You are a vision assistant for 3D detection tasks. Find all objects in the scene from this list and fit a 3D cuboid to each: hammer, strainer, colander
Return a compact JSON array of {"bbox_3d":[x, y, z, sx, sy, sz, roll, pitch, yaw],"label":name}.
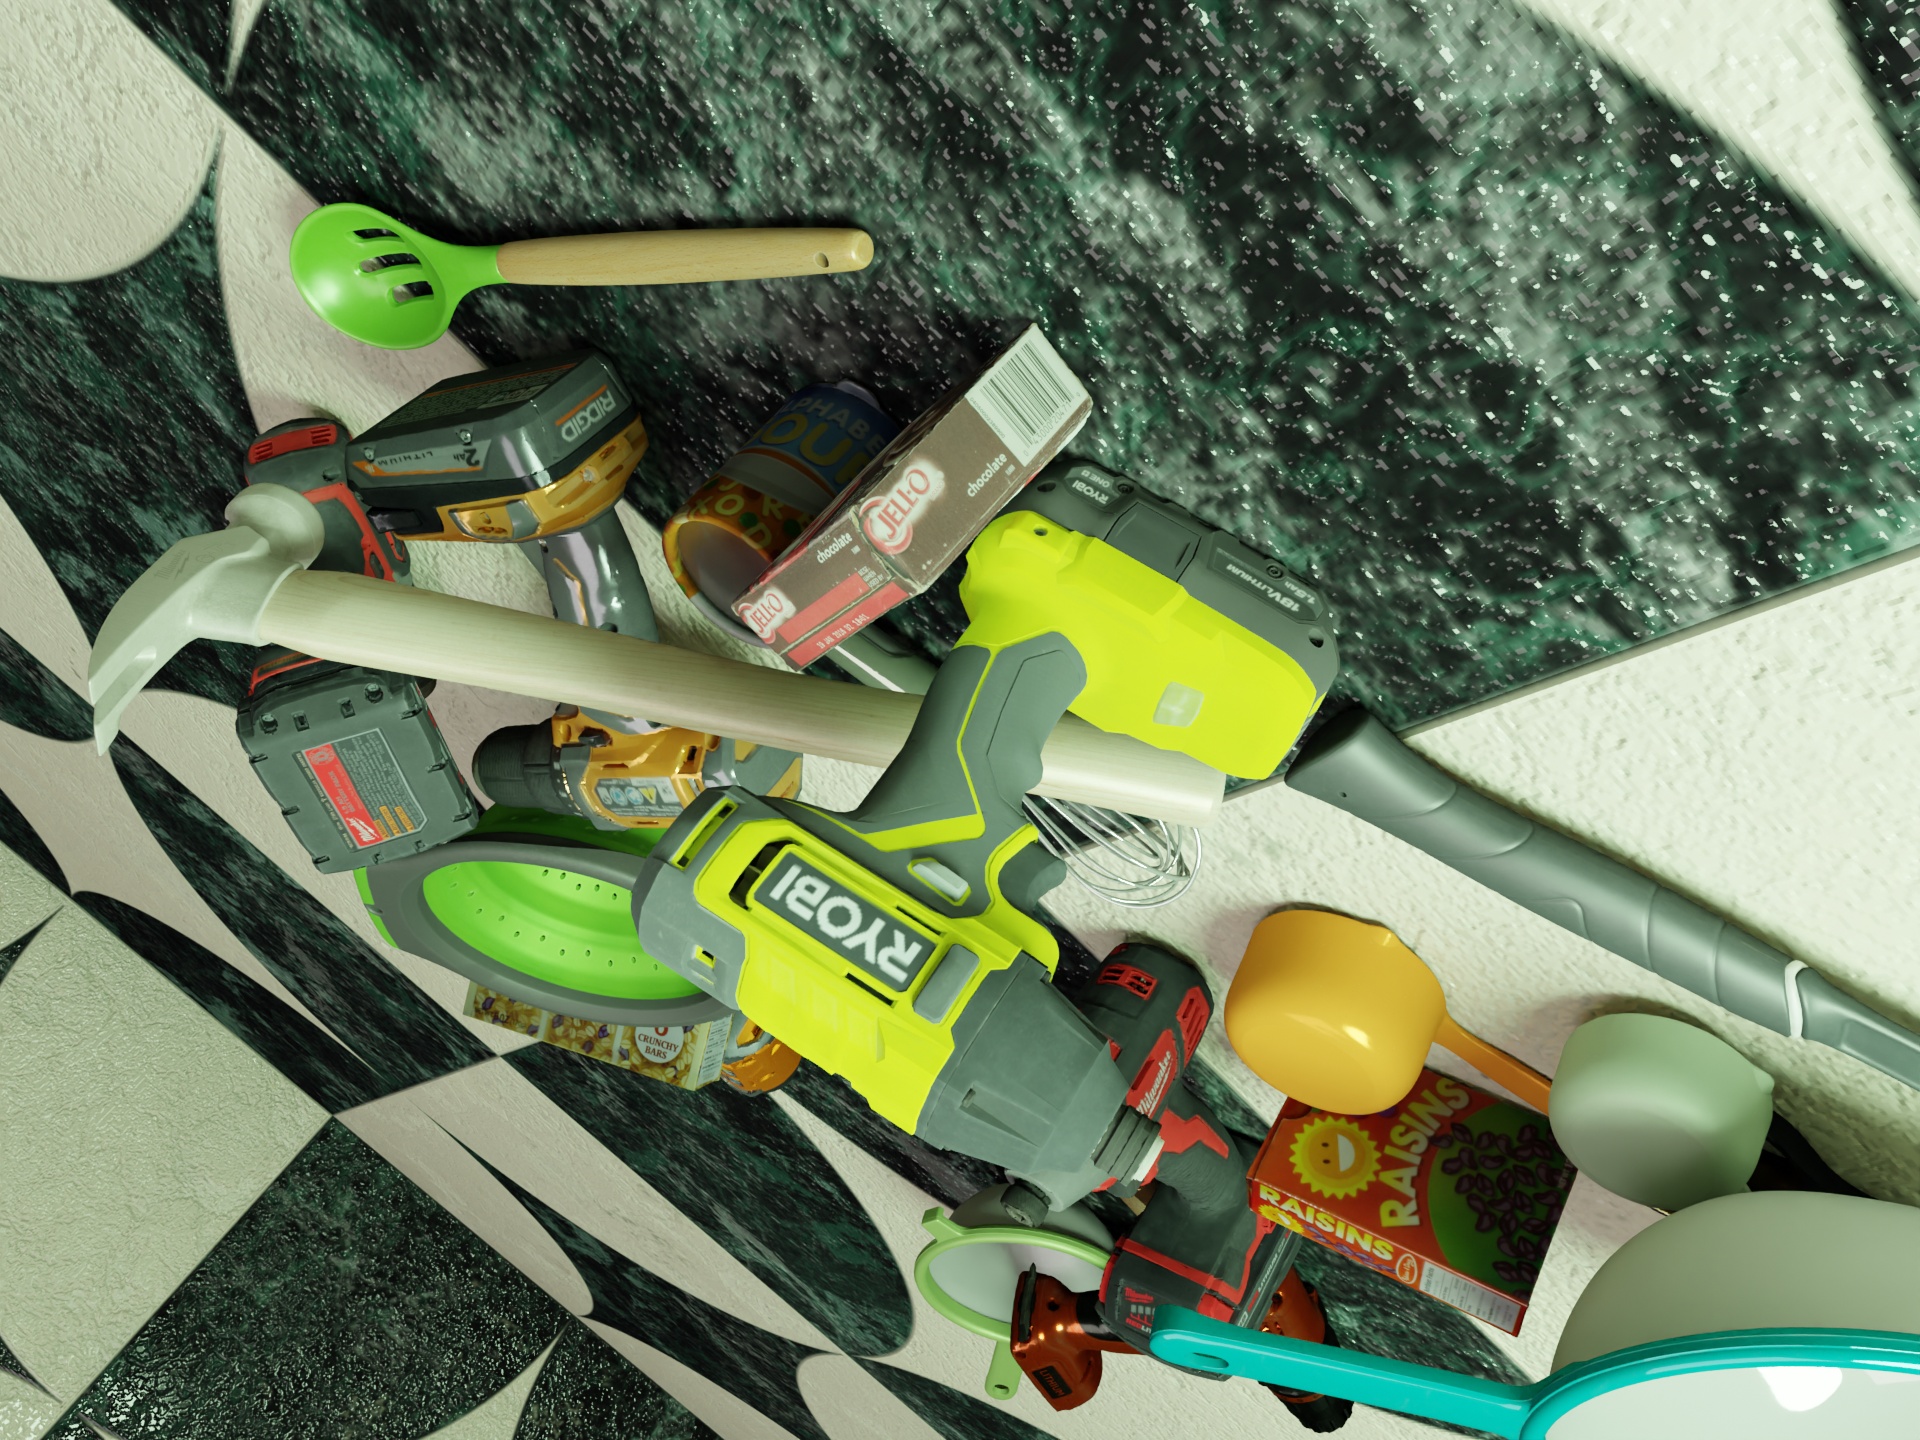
[{"bbox_3d":[0.298,0.105,0.534,0.409,0.036,0.149,29,148,15],"label":"hammer"},{"bbox_3d":[0.044,0.385,1.085,0.151,0.069,0.256,11,136,3],"label":"strainer"},{"bbox_3d":[-0.124,0.103,0.887,0.397,0.095,0.204,11,146,0],"label":"colander"},{"bbox_3d":[-0.102,-0.006,0.602,0.410,0.146,0.038,11,125,-2],"label":"hammer"},{"bbox_3d":[0.243,0.219,0.569,0.340,0.095,0.210,6,137,14],"label":"strainer"}]

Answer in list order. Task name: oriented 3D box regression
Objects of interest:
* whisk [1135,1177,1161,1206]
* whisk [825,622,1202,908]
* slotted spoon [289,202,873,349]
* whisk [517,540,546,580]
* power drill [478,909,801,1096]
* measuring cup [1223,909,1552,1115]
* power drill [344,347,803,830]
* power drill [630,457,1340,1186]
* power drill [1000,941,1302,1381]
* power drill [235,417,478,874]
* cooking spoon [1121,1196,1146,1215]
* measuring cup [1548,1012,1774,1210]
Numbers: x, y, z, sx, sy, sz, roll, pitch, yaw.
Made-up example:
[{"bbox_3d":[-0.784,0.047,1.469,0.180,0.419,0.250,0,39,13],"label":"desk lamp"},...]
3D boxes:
[{"bbox_3d":[0.089,0.238,0.886,0.047,0.051,0.244,27,163,51],"label":"whisk"},{"bbox_3d":[-0.001,-0.002,0.687,0.246,0.058,0.059,36,114,8],"label":"whisk"},{"bbox_3d":[-0.159,-0.179,0.627,0.314,0.031,0.070,9,139,35],"label":"slotted spoon"},{"bbox_3d":[-0.167,-0.032,0.806,0.055,0.055,0.238,-5,125,48],"label":"whisk"},{"bbox_3d":[-0.210,0.183,1.084,0.226,0.084,0.164,23,157,15],"label":"power drill"},{"bbox_3d":[0.193,0.150,0.674,0.173,0.052,0.095,31,147,9],"label":"measuring cup"},{"bbox_3d":[-0.190,-0.044,0.735,0.185,0.084,0.226,-2,124,32],"label":"power drill"},{"bbox_3d":[0.027,0.029,0.522,0.171,0.223,0.080,31,148,11],"label":"power drill"},{"bbox_3d":[0.093,0.227,0.790,0.079,0.143,0.219,11,142,39],"label":"power drill"},{"bbox_3d":[-0.312,-0.027,0.835,0.187,0.080,0.227,83,167,-47],"label":"power drill"},{"bbox_3d":[0.124,0.309,0.979,0.069,0.017,0.318,-12,124,50],"label":"cooking spoon"},{"bbox_3d":[0.286,0.187,0.610,0.083,0.038,0.167,-20,109,47],"label":"measuring cup"}]
